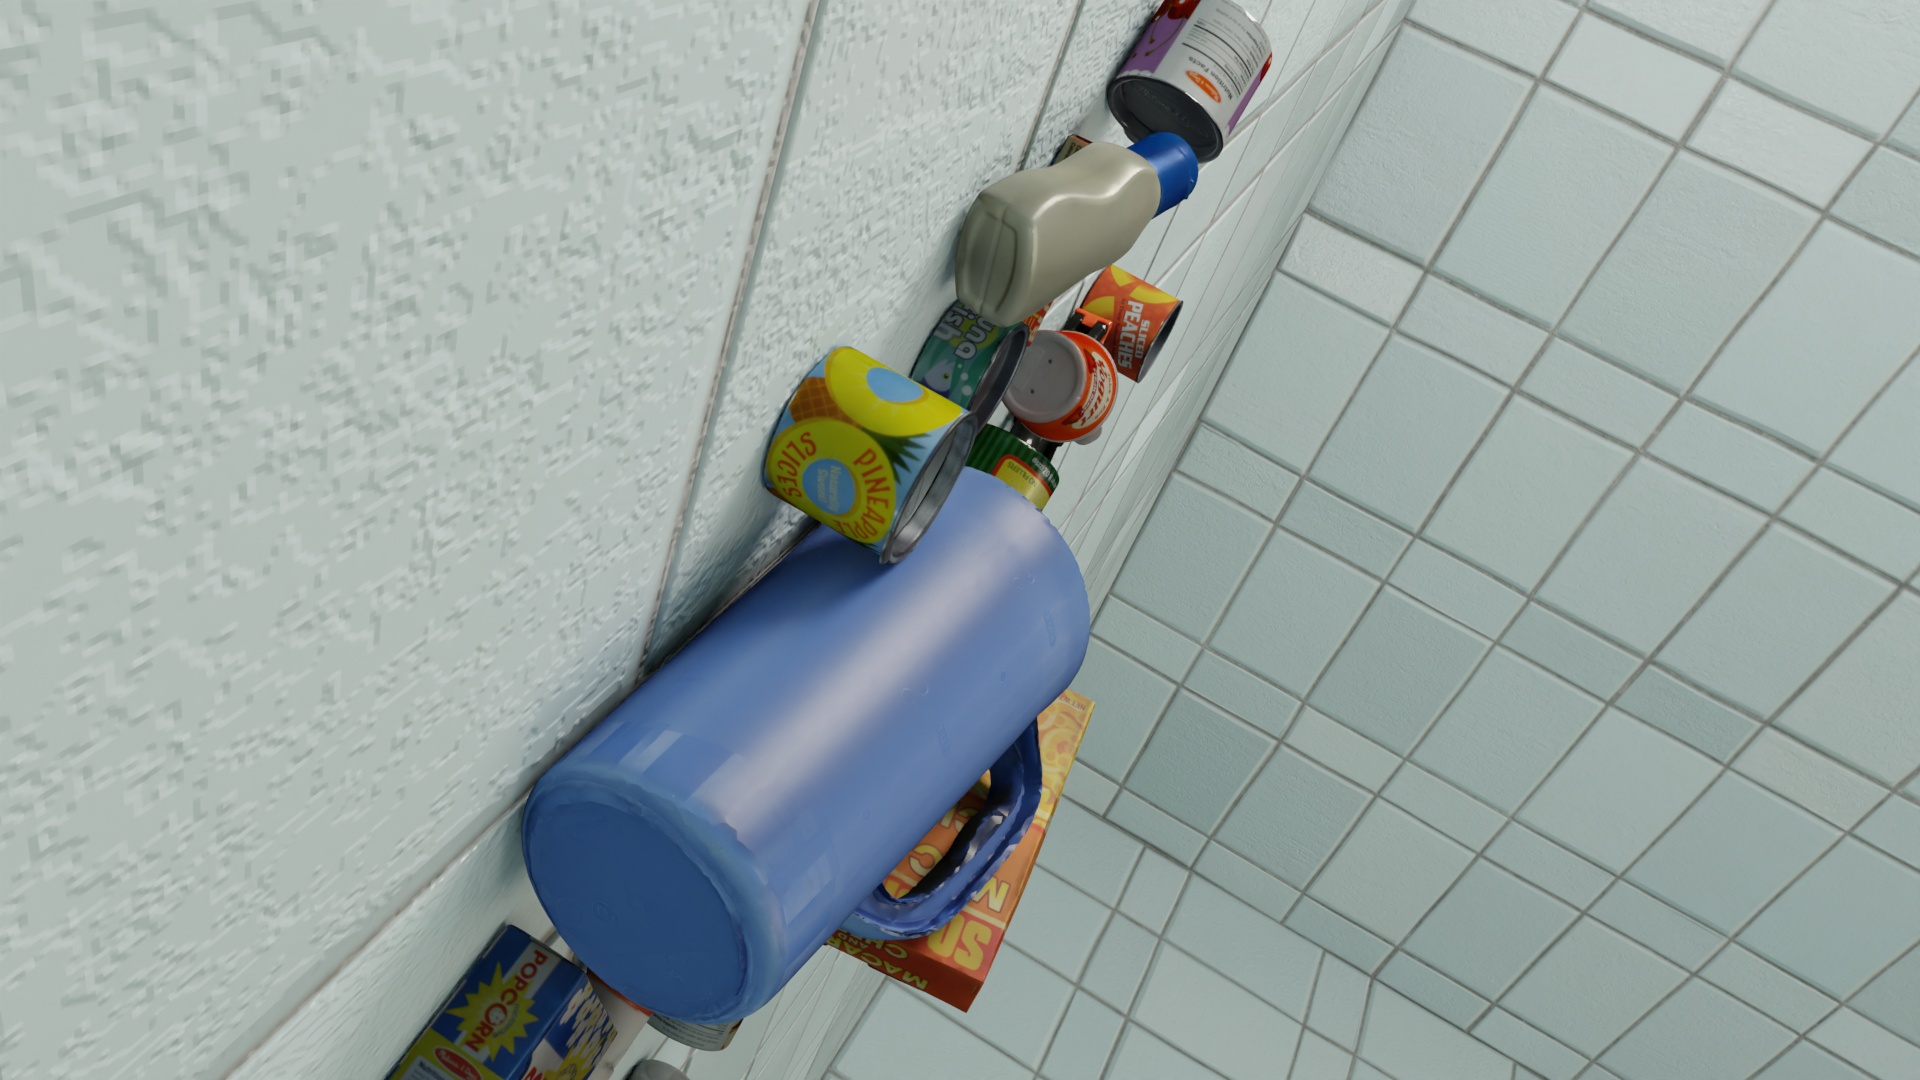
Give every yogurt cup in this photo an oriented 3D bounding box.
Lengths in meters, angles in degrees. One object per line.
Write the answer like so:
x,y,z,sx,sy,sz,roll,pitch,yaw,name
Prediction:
0.055,-0.093,0.819,0.072,0.072,0.054,-62,163,8,yogurt cup

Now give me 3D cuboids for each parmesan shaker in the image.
0.003,-0.010,0.789,0.103,0.071,0.071,-59,171,-13,parmesan shaker

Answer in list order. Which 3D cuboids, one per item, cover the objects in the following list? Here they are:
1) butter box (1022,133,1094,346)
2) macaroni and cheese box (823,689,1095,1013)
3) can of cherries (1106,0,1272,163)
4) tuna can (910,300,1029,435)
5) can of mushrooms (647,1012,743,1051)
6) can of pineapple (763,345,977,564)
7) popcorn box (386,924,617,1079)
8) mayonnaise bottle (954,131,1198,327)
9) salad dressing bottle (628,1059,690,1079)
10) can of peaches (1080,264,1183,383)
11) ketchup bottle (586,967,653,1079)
0.045,-0.151,0.707,0.103,0.024,0.053,-62,170,8,butter box
-0.019,0.123,0.669,0.040,0.124,0.167,110,6,-48,macaroni and cheese box
0.116,-0.237,0.713,0.058,0.071,0.071,-60,171,-10,can of cherries
0.003,-0.083,0.665,0.071,0.033,0.071,-58,171,-15,tuna can
-0.146,0.242,0.750,0.033,0.071,0.071,-60,171,-2,can of mushrooms
-0.035,-0.032,0.532,0.071,0.058,0.070,-58,170,-16,can of pineapple
-0.181,0.210,0.548,0.085,0.038,0.126,-54,169,-28,popcorn box
0.058,-0.151,0.639,0.149,0.041,0.064,-37,153,-41,mayonnaise bottle
-0.227,0.413,0.902,0.147,0.044,0.064,-60,173,0,salad dressing bottle
0.116,-0.153,0.980,0.071,0.058,0.071,-57,170,-15,can of peaches
-0.141,0.183,0.662,0.149,0.043,0.064,-56,164,-23,ketchup bottle
